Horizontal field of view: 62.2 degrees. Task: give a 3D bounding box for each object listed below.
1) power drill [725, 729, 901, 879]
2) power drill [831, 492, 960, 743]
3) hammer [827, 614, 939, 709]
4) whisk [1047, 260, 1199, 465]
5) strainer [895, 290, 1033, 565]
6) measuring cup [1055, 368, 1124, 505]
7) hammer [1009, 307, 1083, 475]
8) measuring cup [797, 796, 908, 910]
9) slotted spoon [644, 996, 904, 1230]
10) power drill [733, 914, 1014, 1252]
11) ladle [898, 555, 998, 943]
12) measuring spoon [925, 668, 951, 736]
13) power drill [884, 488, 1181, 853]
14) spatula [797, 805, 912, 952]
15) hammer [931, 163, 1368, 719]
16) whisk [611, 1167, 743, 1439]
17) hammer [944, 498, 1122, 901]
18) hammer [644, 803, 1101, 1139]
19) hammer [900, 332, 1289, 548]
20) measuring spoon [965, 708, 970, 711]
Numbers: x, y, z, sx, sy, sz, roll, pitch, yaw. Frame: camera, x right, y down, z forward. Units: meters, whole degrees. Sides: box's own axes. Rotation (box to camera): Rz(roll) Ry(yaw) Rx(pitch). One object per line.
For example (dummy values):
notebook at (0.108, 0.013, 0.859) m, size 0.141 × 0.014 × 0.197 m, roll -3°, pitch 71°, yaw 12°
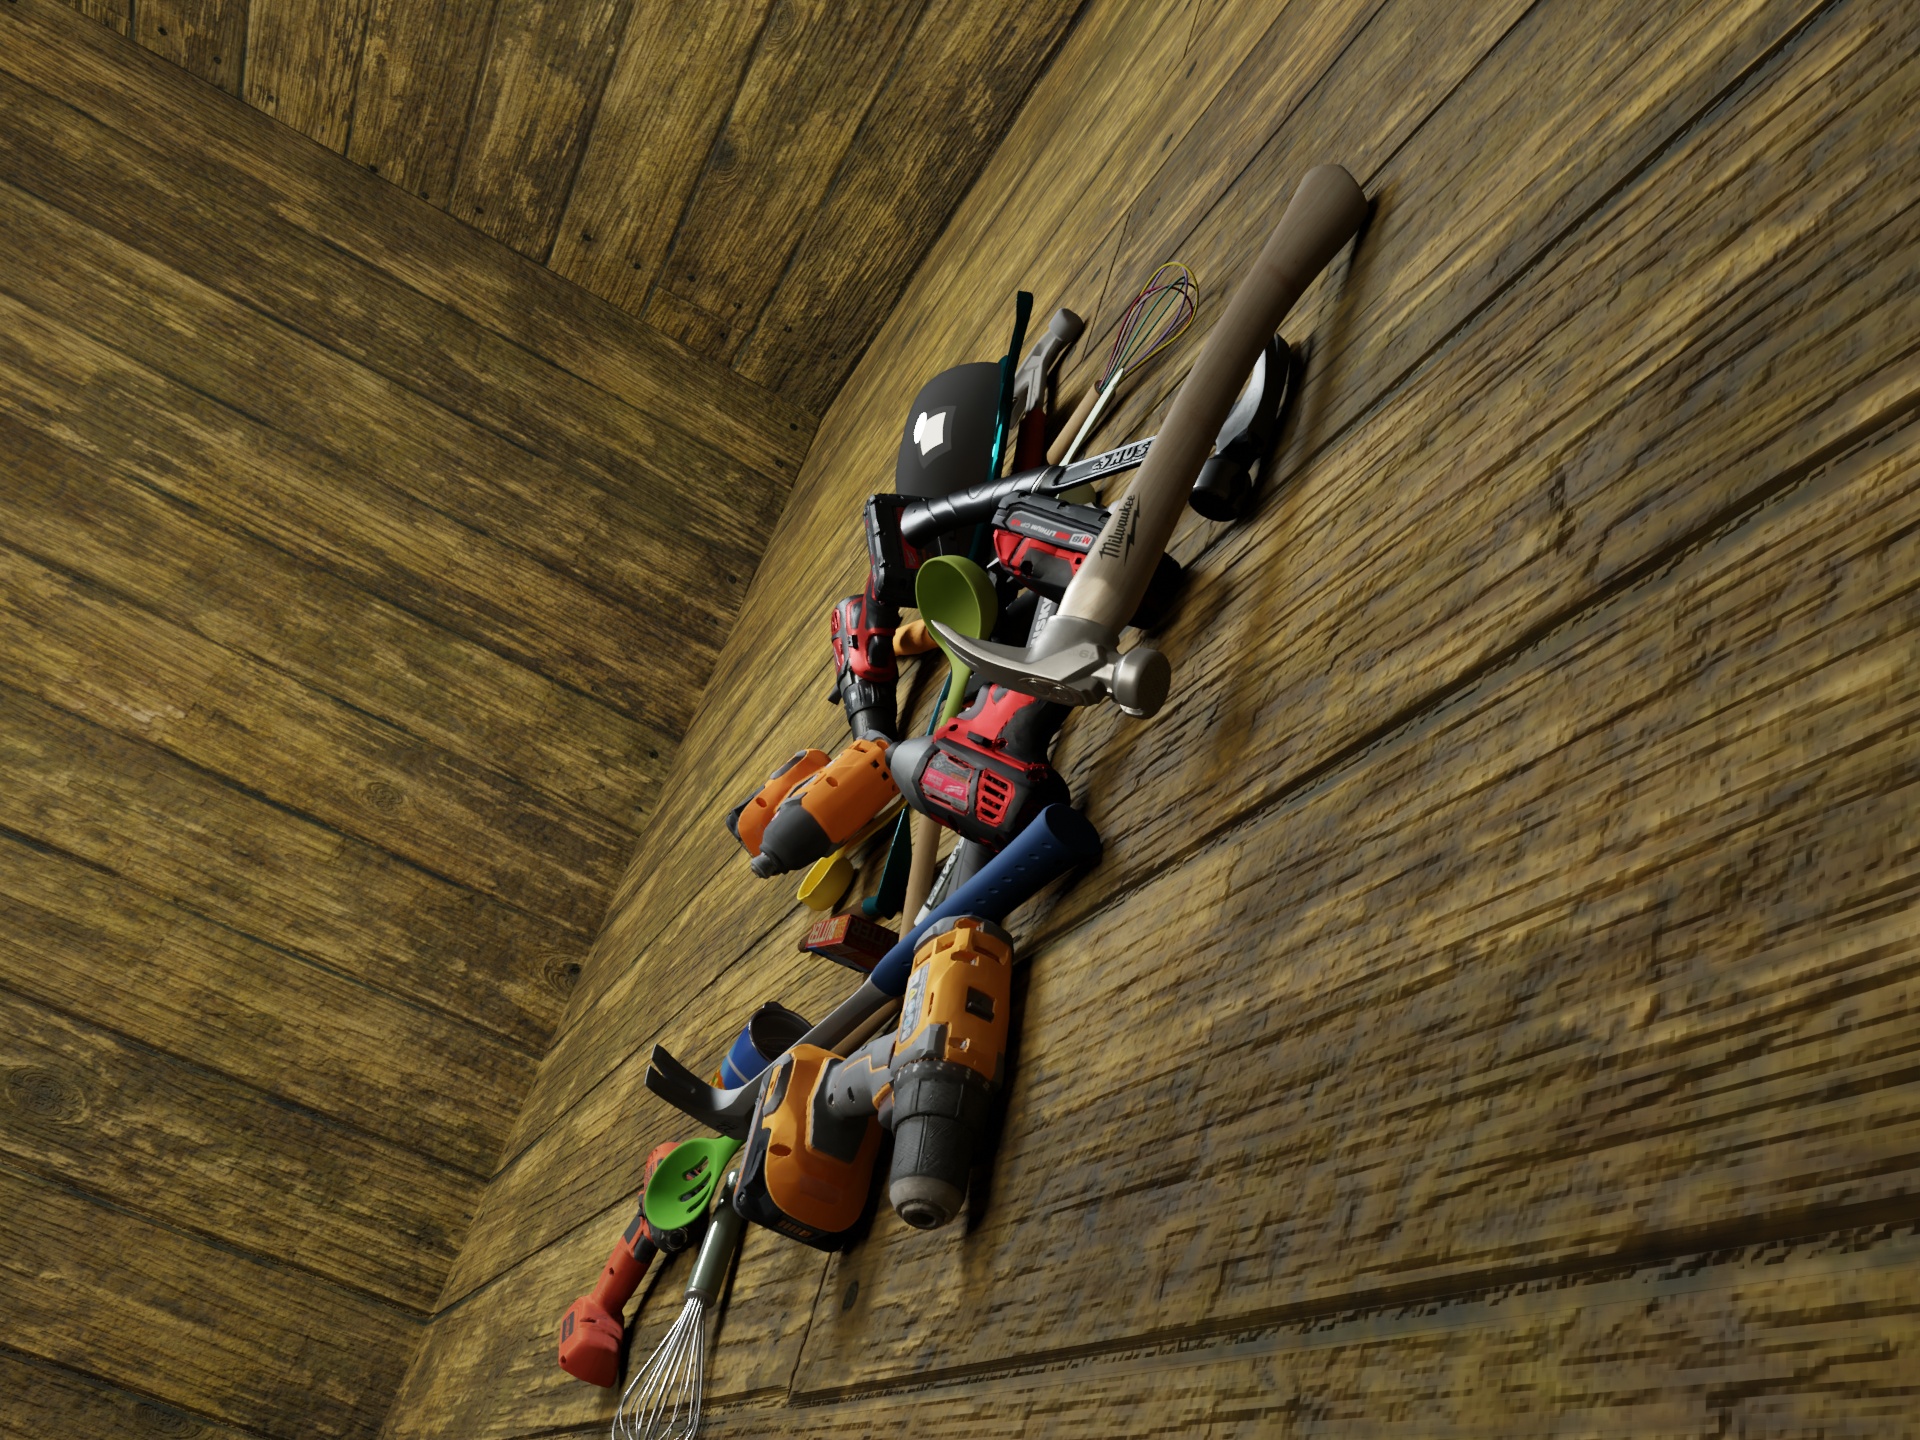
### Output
power drill at (-0.144, 0.088, 1.461) m, size 0.164 × 0.084 × 0.226 m, roll -41°, pitch 8°, yaw -19°
power drill at (-0.068, -0.081, 1.493) m, size 0.226 × 0.080 × 0.188 m, roll 117°, pitch 150°, yaw -51°
hammer at (-0.065, -0.077, 1.663) m, size 0.127 × 0.034 × 0.337 m, roll -64°, pitch 14°, yaw -9°
whisk at (0.133, -0.289, 1.337) m, size 0.051 × 0.047 × 0.245 m, roll -58°, pitch 4°, yaw -38°
strainer at (-0.004, -0.283, 1.481) m, size 0.340 × 0.095 × 0.211 m, roll 107°, pitch 171°, yaw -62°
measuring cup at (0.102, -0.204, 1.291) m, size 0.167 × 0.038 × 0.083 m, roll -60°, pitch 14°, yaw 3°
hammer at (0.064, -0.272, 1.554) m, size 0.149 × 0.036 × 0.359 m, roll -53°, pitch 16°, yaw 34°
measuring cup at (-0.088, 0.119, 1.424) m, size 0.156 × 0.029 × 0.062 m, roll -41°, pitch 17°, yaw 29°
slotted spoon at (-0.142, 0.294, 1.199) m, size 0.313 × 0.031 × 0.070 m, roll -45°, pitch 39°, yaw 28°
power drill at (-0.050, 0.241, 0.945) m, size 0.226 × 0.084 × 0.186 m, roll -45°, pitch 24°, yaw 39°
ladle at (-0.024, 0.028, 1.184) m, size 0.078 × 0.062 × 0.320 m, roll -17°, pitch 58°, yaw 55°
measuring spoon at (-0.013, -0.002, 1.355) m, size 0.042 × 0.021 × 0.129 m, roll 113°, pitch 177°, yaw -56°
power drill at (0.038, -0.029, 1.023) m, size 0.143 × 0.078 × 0.220 m, roll 22°, pitch 85°, yaw 43°
spatula at (-0.092, 0.154, 1.318) m, size 0.317 × 0.044 × 0.082 m, roll -39°, pitch 31°, yaw 60°
hammer at (0.135, -0.185, 0.963) m, size 0.146 × 0.038 × 0.411 m, roll 16°, pitch 65°, yaw 34°
whisk at (-0.196, 0.435, 1.176) m, size 0.247 × 0.059 × 0.057 m, roll -74°, pitch -10°, yaw -51°
hammer at (0.039, 0.000, 1.099) m, size 0.146 × 0.035 × 0.335 m, roll -13°, pitch 53°, yaw 51°
hammer at (-0.058, 0.174, 1.032) m, size 0.405 × 0.144 × 0.035 m, roll -44°, pitch 26°, yaw 35°
hammer at (0.077, -0.179, 1.144) m, size 0.409 × 0.036 × 0.149 m, roll -7°, pitch 53°, yaw 55°
measuring spoon at (-0.002, -0.004, 1.334) m, size 0.124 × 0.018 × 0.034 m, roll -58°, pitch 15°, yaw 24°
